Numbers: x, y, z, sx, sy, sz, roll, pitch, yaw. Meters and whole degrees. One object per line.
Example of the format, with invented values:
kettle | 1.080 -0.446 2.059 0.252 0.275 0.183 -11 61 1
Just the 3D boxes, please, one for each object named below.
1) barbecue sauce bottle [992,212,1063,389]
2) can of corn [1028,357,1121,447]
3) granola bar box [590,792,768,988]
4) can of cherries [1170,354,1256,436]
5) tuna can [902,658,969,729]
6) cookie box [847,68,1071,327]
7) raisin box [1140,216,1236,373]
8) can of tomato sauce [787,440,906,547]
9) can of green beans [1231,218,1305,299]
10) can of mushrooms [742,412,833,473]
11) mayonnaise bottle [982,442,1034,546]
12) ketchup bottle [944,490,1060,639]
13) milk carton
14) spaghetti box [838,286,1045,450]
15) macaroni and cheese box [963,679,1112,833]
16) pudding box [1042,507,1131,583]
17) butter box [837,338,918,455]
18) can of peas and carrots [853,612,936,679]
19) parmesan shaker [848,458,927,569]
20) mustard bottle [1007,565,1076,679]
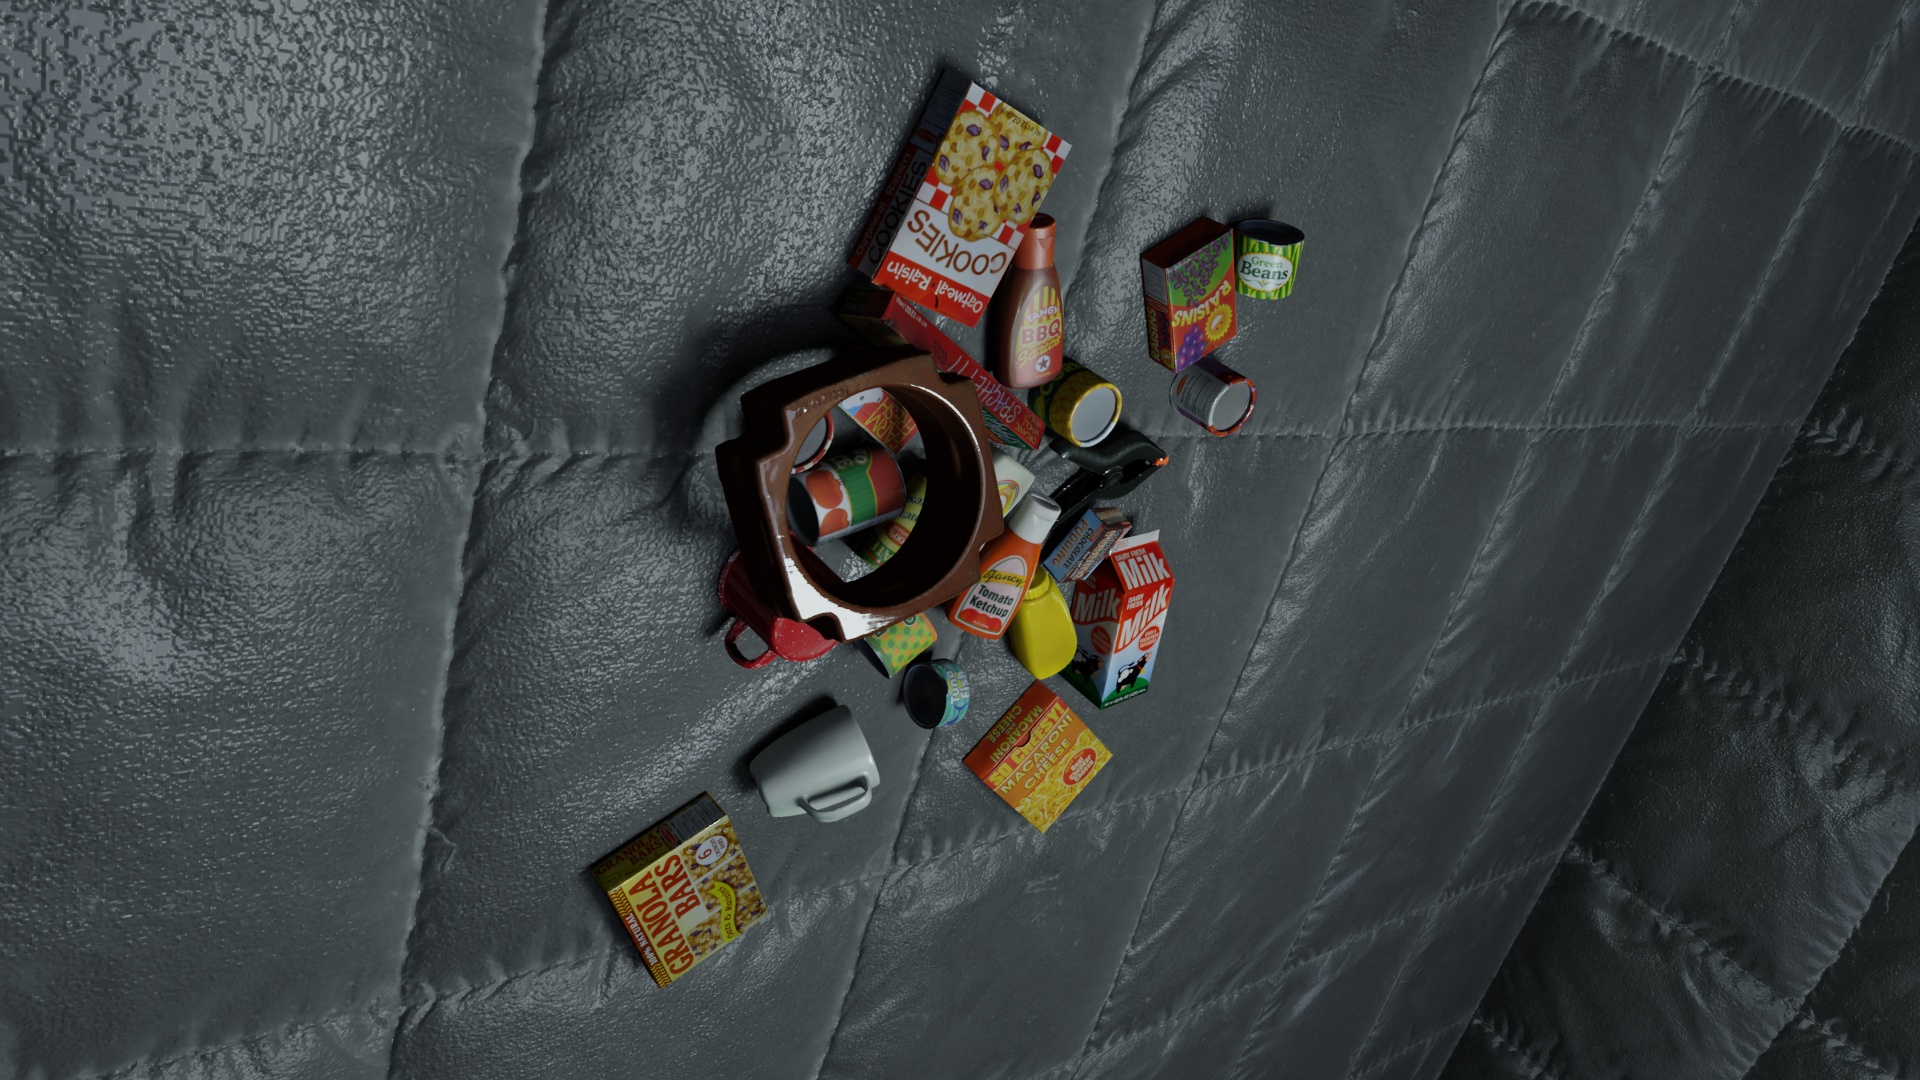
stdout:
barbecue sauce bottle | 0.060 -0.206 1.192 0.065 0.044 0.147 -22 131 -29
can of corn | 0.105 -0.129 1.278 0.071 0.058 0.070 -24 133 -29
granola bar box | -0.258 0.327 1.293 0.124 0.039 0.164 -32 136 -22
can of cherries | 0.258 -0.146 1.404 0.072 0.058 0.071 -23 132 -28
tuna can | -0.022 0.148 1.354 0.033 0.071 0.070 -6 122 -42
cookie box | 0.001 -0.265 1.096 0.123 0.040 0.167 16 108 -47
raisin box | 0.219 -0.232 1.322 0.086 0.040 0.122 -34 137 -21
can of tomato sauce | -0.098 -0.040 1.152 0.083 0.071 0.070 -21 131 -30
can of green beans | 0.293 -0.271 1.339 0.071 0.071 0.057 -17 129 -33
can of mushrooms | -0.135 -0.090 1.106 0.071 0.033 0.070 -23 131 -28
mayonnaise bottle | 0.005 -0.016 1.281 0.148 0.041 0.064 -54 141 2
ketchup bottle | 0.044 0.022 1.323 0.065 0.044 0.148 23 112 -18
milk carton | 0.167 0.076 1.472 0.072 0.073 0.189 -14 127 -35
spaghetti box | -0.009 -0.139 1.165 0.249 0.050 0.029 34 74 -51
macaroni and cheese box | 0.090 0.243 1.548 0.124 0.040 0.166 -48 139 -6
pudding box | 0.127 0.004 1.394 0.050 0.030 0.083 -5 141 -52
butter box | -0.070 -0.118 1.152 0.053 0.024 0.103 -50 139 -1
can of peas and carrots | -0.064 0.082 1.270 0.059 0.071 0.070 -39 138 -15
parmesan shaker | -0.041 -0.015 1.222 0.103 0.071 0.071 -54 139 -2
mustard bottle | 0.077 0.070 1.404 0.065 0.049 0.159 -32 135 -18
